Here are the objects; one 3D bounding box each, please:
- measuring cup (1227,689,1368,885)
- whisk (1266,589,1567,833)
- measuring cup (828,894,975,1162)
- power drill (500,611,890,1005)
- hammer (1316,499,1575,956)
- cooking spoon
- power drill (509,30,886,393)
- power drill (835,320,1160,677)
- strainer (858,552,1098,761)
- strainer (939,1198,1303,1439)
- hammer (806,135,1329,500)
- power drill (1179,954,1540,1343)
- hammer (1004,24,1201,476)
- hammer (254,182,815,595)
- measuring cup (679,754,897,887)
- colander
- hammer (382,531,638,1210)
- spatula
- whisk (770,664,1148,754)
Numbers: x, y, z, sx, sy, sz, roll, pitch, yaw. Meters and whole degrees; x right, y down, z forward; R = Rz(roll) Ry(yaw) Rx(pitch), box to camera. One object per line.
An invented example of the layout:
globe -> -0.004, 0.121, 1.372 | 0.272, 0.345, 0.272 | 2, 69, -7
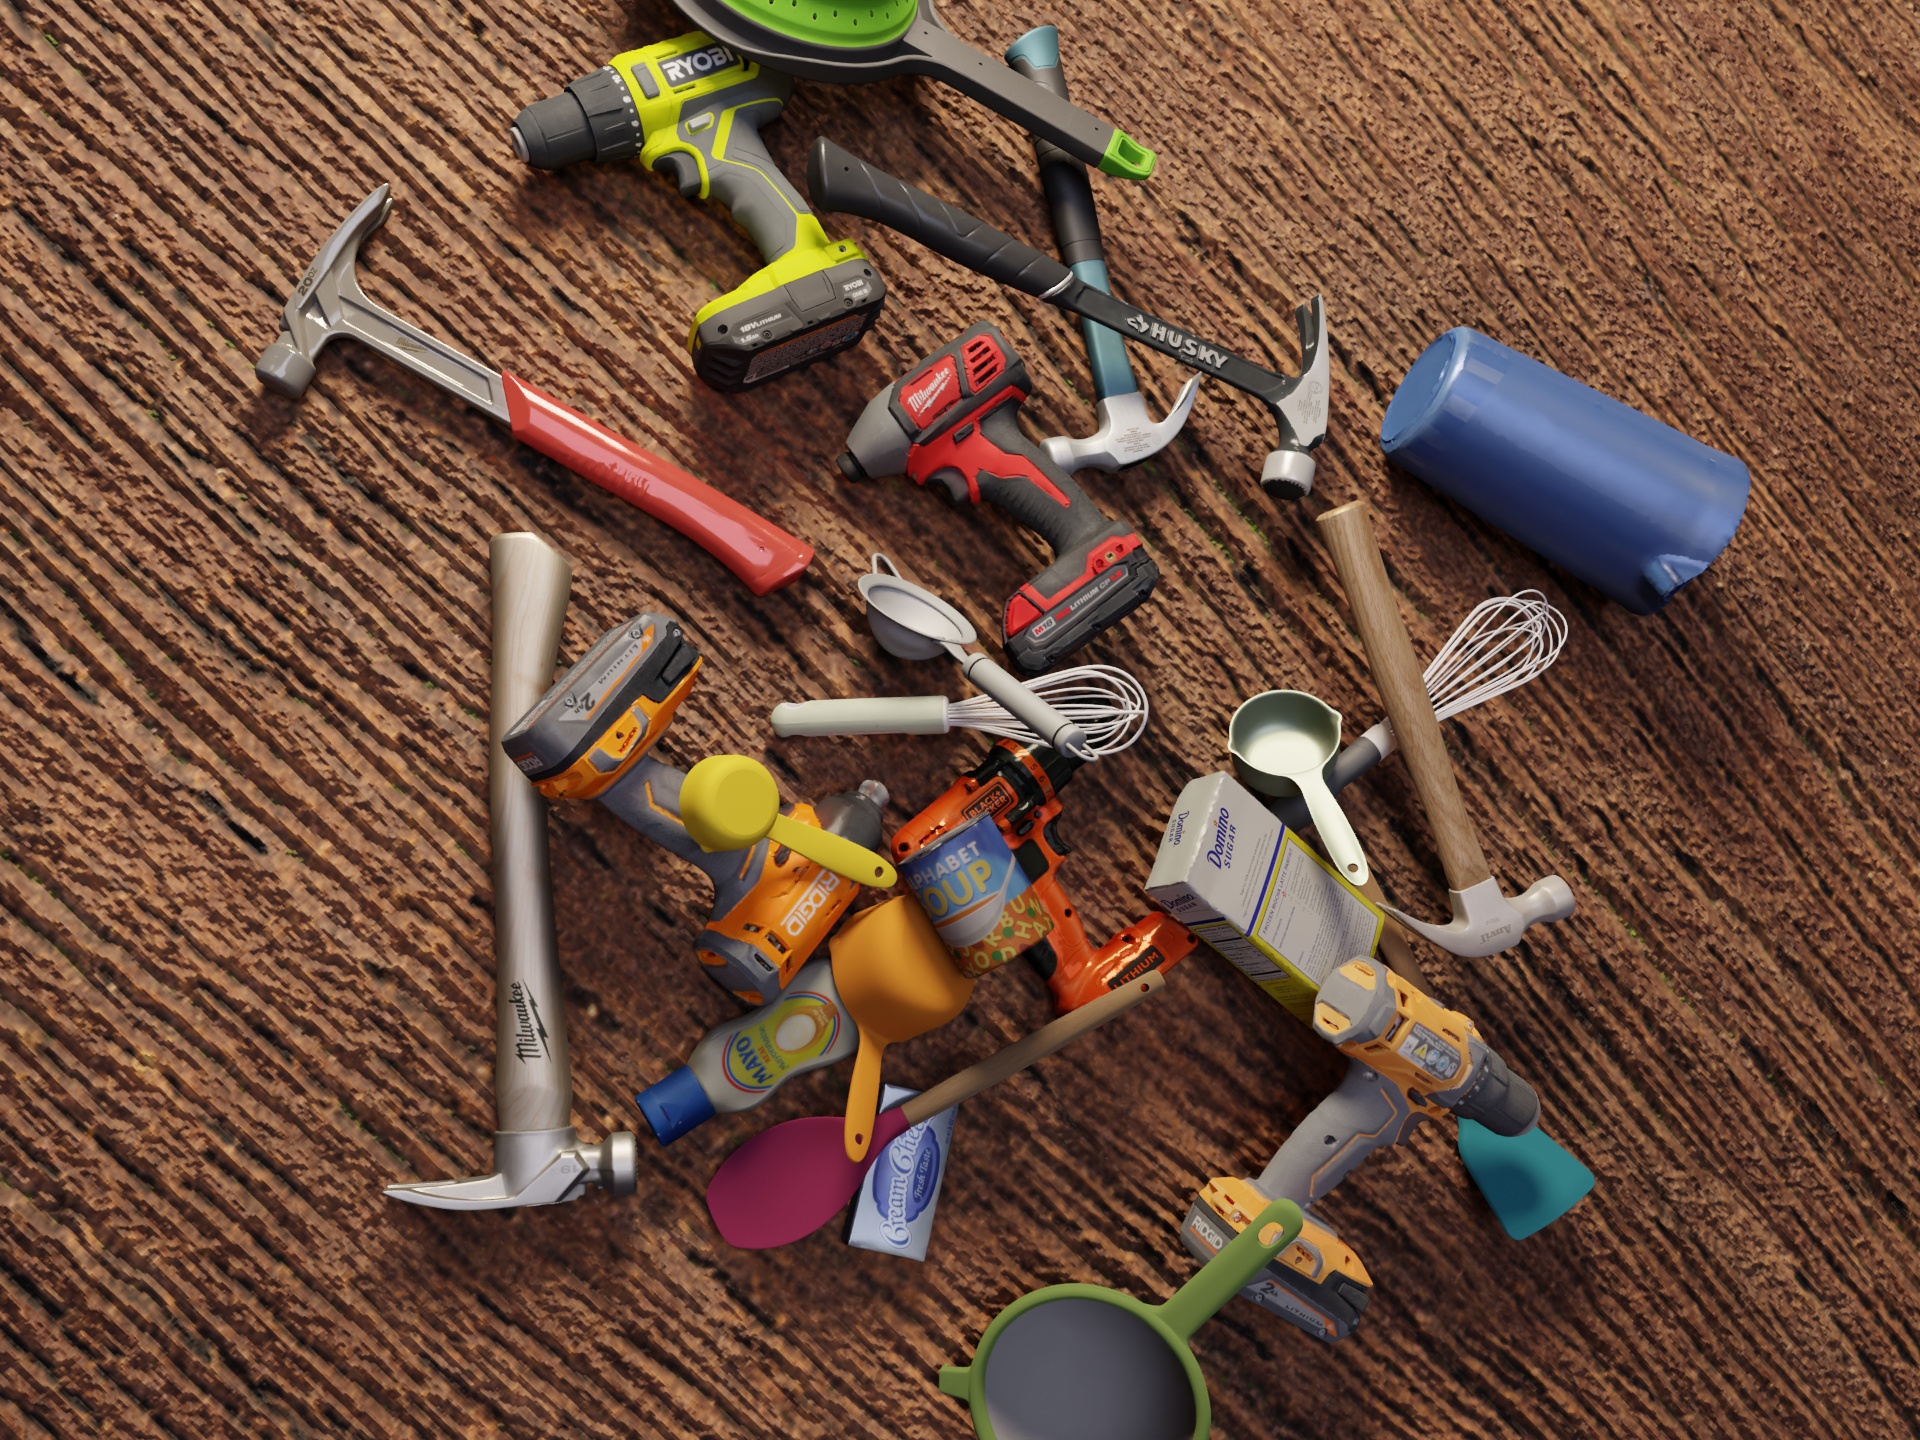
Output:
measuring cup -> 0.238, 0.052, 1.085 | 0.083, 0.038, 0.168 | -16, 52, -3
whisk -> 0.325, -0.003, 1.152 | 0.284, 0.070, 0.070 | -36, 92, -12
measuring cup -> -0.037, 0.186, 0.980 | 0.095, 0.052, 0.174 | 36, 43, -28
power drill -> -0.149, 0.043, 0.982 | 0.226, 0.084, 0.164 | 48, 60, -17
hammer -> 0.316, 0.009, 1.108 | 0.130, 0.031, 0.331 | -22, 95, -10
cooking spoon -> -0.011, 0.238, 1.002 | 0.319, 0.017, 0.069 | -27, 77, -6
power drill -> -0.169, -0.341, 1.053 | 0.190, 0.080, 0.228 | -27, 87, -19
power drill -> 0.023, -0.144, 1.069 | 0.143, 0.078, 0.220 | -35, 87, 3
strainer -> 0.005, -0.034, 1.000 | 0.086, 0.259, 0.050 | 9, 111, -40
strainer -> 0.120, 0.381, 0.993 | 0.151, 0.069, 0.256 | 44, 101, 9
hammer -> 0.084, -0.293, 1.084 | 0.408, 0.036, 0.149 | 21, 75, -19
power drill -> 0.272, 0.290, 1.049 | 0.185, 0.084, 0.226 | 34, 88, -22
hammer -> 0.086, -0.341, 1.145 | 0.128, 0.033, 0.331 | -11, 85, -16
hammer -> -0.254, -0.194, 1.028 | 0.359, 0.036, 0.149 | 29, 75, -9
measuring cup -> -0.095, 0.068, 0.952 | 0.156, 0.029, 0.062 | 28, 70, -29
colander -> -0.029, -0.491, 1.063 | 0.397, 0.094, 0.205 | 26, 51, -8
hammer -> -0.279, 0.087, 0.978 | 0.146, 0.038, 0.411 | -2, 82, -14
spatula -> 0.338, 0.205, 1.126 | 0.082, 0.044, 0.317 | -26, 88, -20
whisk -> -0.002, -0.003, 1.034 | 0.246, 0.058, 0.059 | -2, 100, 5
